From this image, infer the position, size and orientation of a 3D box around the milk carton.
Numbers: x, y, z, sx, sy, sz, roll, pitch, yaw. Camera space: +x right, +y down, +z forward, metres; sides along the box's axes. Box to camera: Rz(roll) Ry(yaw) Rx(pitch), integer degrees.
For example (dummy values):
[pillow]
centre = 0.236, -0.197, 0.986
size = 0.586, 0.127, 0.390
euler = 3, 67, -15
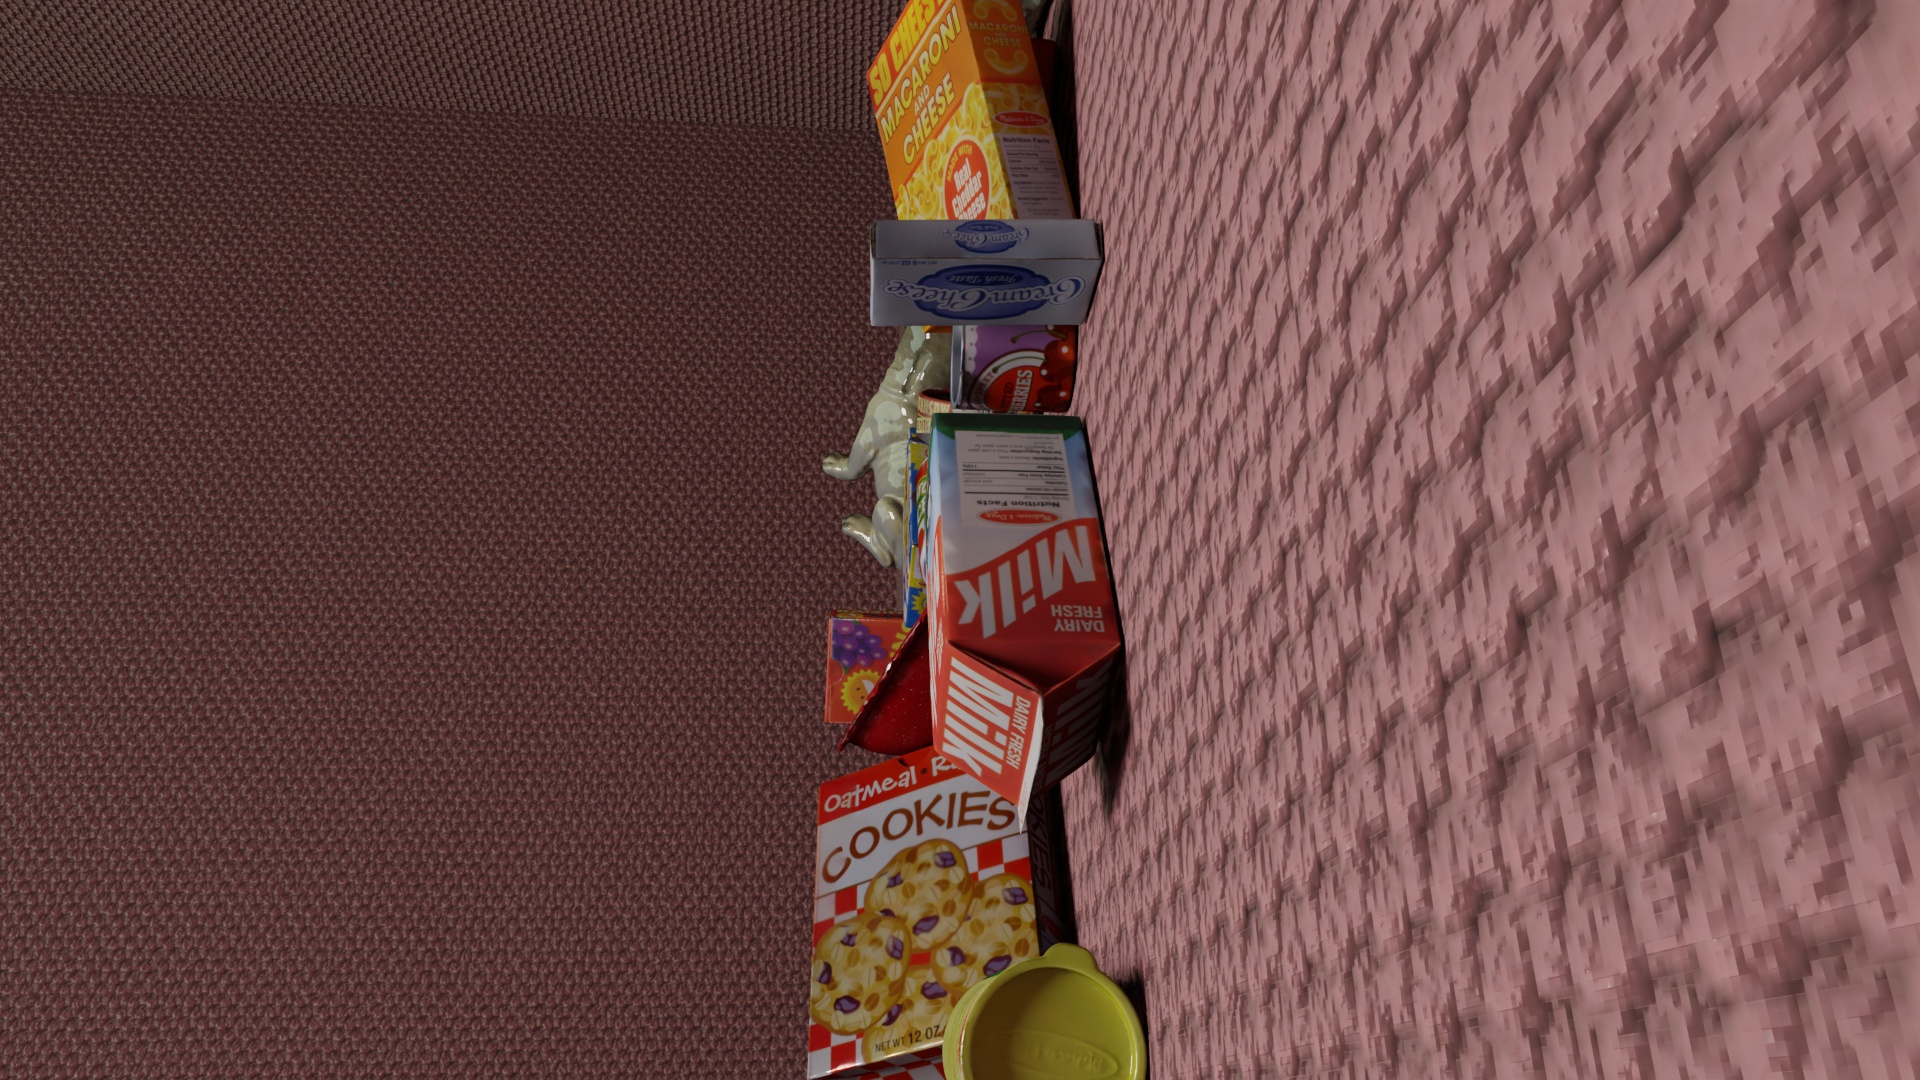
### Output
[milk carton]
centre = 0.024, 0.029, 0.610
size = 0.191, 0.073, 0.072
euler = -94, 8, -48

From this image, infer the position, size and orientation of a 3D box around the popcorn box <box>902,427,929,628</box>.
[popcorn box]
centre = -0.021, -0.010, 0.999
size = 0.127, 0.038, 0.084
euler = -93, 6, -45

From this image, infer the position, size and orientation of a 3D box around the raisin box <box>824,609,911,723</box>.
[raisin box]
centre = -0.043, 0.100, 1.093
size = 0.040, 0.123, 0.086
euler = -118, 30, -81

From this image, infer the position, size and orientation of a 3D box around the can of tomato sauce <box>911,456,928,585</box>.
[can of tomato sauce]
centre = 0.003, -0.011, 0.889
size = 0.083, 0.071, 0.070
euler = -95, 8, -48

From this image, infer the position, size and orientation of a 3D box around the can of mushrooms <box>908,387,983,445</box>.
[can of mushrooms]
centre = 0.001, -0.082, 0.937
size = 0.071, 0.071, 0.033
euler = -105, 19, -73

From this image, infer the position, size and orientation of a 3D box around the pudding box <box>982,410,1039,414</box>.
[pudding box]
centre = 0.030, -0.093, 0.834
size = 0.084, 0.030, 0.049
euler = -98, 11, -61

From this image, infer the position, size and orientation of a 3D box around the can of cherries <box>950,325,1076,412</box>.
[can of cherries]
centre = 0.026, -0.096, 0.713
size = 0.071, 0.058, 0.071
euler = -174, 86, -84

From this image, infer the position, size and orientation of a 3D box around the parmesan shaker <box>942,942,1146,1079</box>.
[parmesan shaker]
centre = 0.030, 0.195, 0.537
size = 0.102, 0.071, 0.071
euler = 103, 168, -70

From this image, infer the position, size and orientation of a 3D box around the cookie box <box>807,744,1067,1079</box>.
[cookie box]
centre = -0.012, 0.180, 0.691
size = 0.040, 0.123, 0.168
euler = 54, -158, -40

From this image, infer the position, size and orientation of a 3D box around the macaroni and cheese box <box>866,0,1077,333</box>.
[macaroni and cheese box]
centre = 0.002, -0.213, 0.751
size = 0.123, 0.040, 0.167
euler = -37, 62, 60

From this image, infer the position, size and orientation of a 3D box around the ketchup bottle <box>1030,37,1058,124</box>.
[ketchup bottle]
centre = 0.029, -0.208, 0.796
size = 0.065, 0.043, 0.148
euler = -134, 45, -72

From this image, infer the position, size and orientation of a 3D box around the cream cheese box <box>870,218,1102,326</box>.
[cream cheese box]
centre = 0.010, -0.123, 0.640
size = 0.053, 0.104, 0.024
euler = 99, 168, -64
